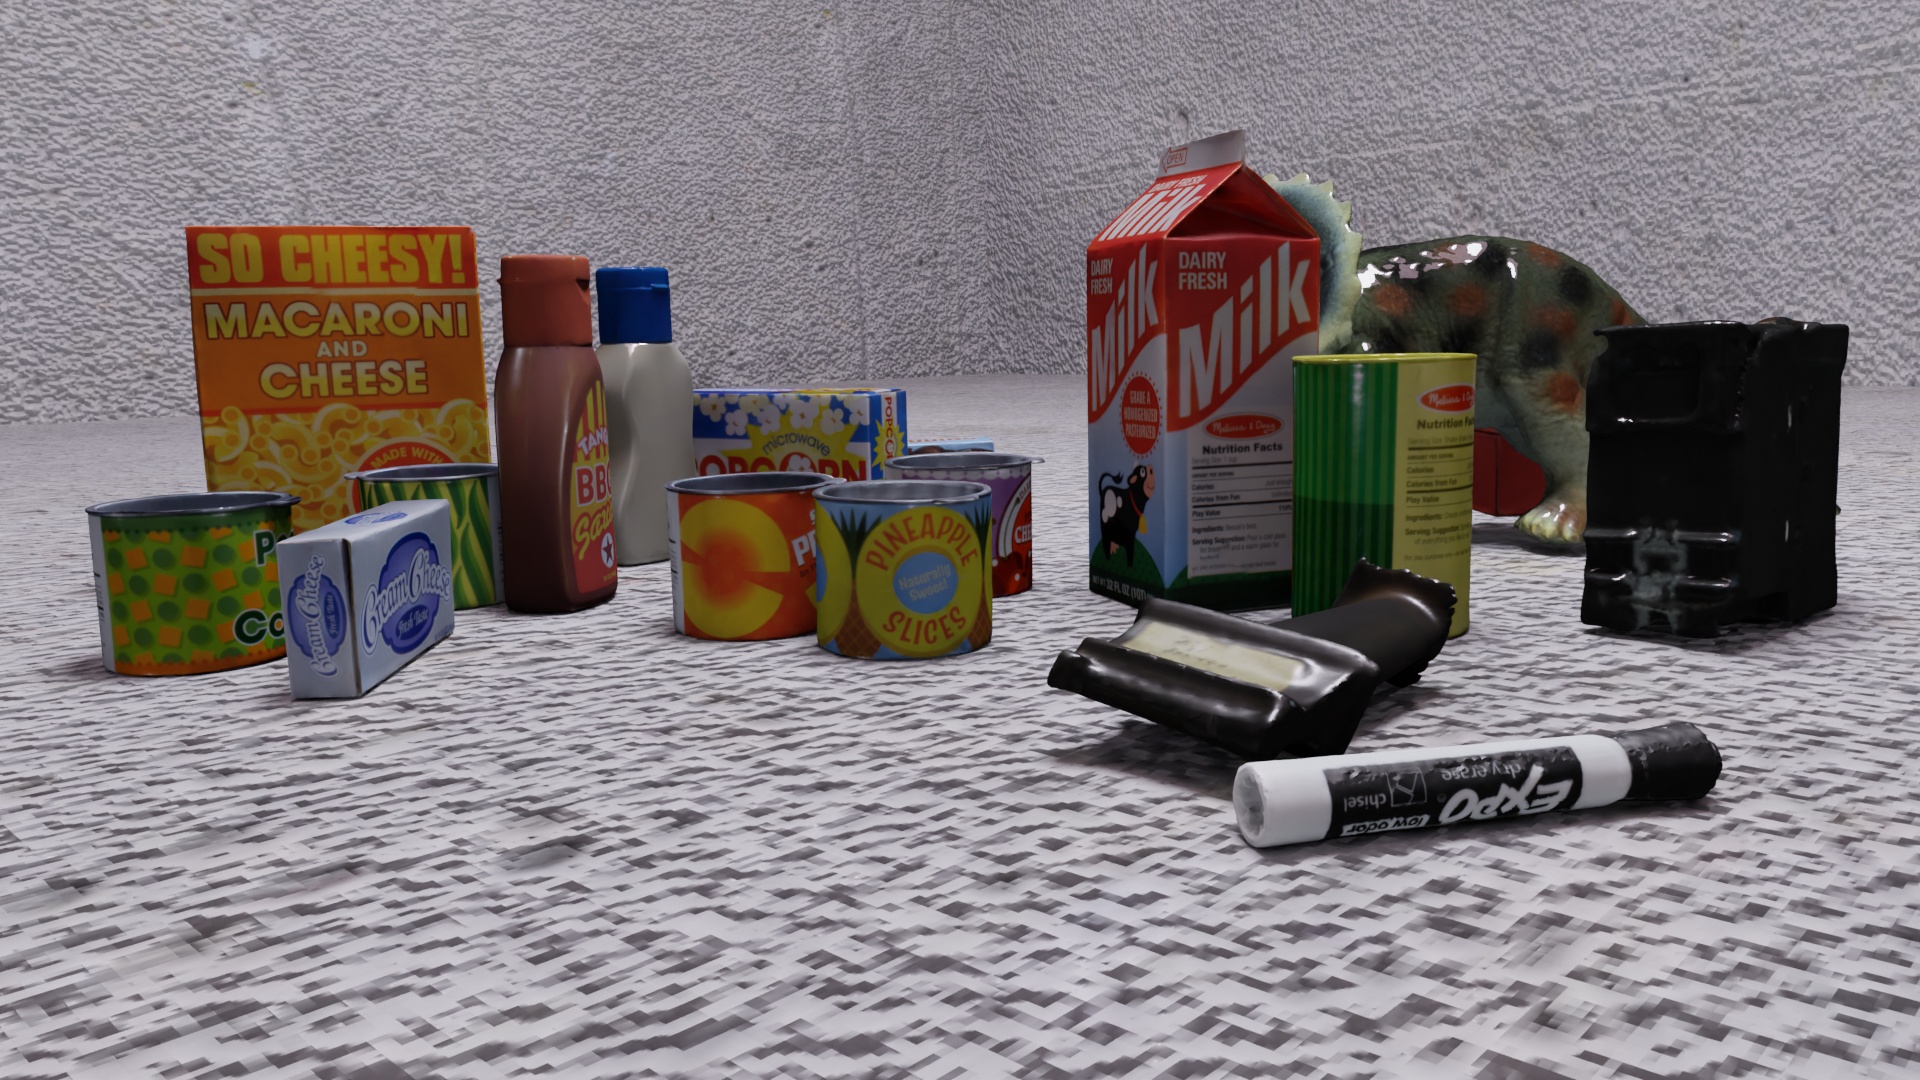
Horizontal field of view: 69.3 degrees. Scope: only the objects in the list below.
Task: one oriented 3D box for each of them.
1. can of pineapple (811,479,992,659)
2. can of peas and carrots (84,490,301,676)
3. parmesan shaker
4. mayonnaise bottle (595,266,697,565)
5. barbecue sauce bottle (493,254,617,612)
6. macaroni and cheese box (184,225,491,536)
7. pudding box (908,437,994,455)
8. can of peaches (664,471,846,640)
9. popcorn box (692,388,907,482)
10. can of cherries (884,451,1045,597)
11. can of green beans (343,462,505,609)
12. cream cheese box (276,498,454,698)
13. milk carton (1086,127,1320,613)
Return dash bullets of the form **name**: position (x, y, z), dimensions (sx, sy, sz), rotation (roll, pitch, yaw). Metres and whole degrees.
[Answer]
- **can of pineapple**: position (-0.020, 0.009, 0.512), dimensions (0.071, 0.057, 0.071), rotation (-1, 8, 0)
- **can of peas and carrots**: position (-0.276, 0.014, 0.509), dimensions (0.071, 0.058, 0.071), rotation (-1, 8, 0)
- **parmesan shaker**: position (0.156, -0.018, 0.523), dimensions (0.071, 0.103, 0.071), rotation (-1, 8, 0)
- **mayonnaise bottle**: position (-0.164, -0.064, 0.710), dimensions (0.041, 0.147, 0.065), rotation (4, 9, 30)
- **barbecue sauce bottle**: position (-0.175, -0.047, 0.596), dimensions (0.044, 0.148, 0.065), rotation (0, 8, 5)
- **macaroni and cheese box**: position (-0.289, -0.063, 0.658), dimensions (0.124, 0.166, 0.040), rotation (-4, 9, -18)
- **pudding box**: position (-0.021, -0.037, 0.839), dimensions (0.084, 0.049, 0.030), rotation (-2, 8, -5)
- **can of peaches**: position (-0.079, 0.005, 0.548), dimensions (0.071, 0.058, 0.071), rotation (-1, 8, 0)
- **popcorn box**: position (-0.091, -0.038, 0.738), dimensions (0.126, 0.085, 0.038), rotation (3, 9, 27)
- **can of cherries**: position (0.002, -0.008, 0.619), dimensions (0.071, 0.058, 0.071), rotation (-1, 8, 0)
- **can of green beans**: position (-0.229, -0.003, 0.613), dimensions (0.071, 0.057, 0.071), rotation (-1, 8, 0)
- **cream cheese box**: position (-0.207, 0.018, 0.493), dimensions (0.024, 0.053, 0.104), rotation (-1, 9, -2)
- **milk carton**: position (0.099, -0.070, 0.578), dimensions (0.073, 0.190, 0.072), rotation (-4, 9, -20)
